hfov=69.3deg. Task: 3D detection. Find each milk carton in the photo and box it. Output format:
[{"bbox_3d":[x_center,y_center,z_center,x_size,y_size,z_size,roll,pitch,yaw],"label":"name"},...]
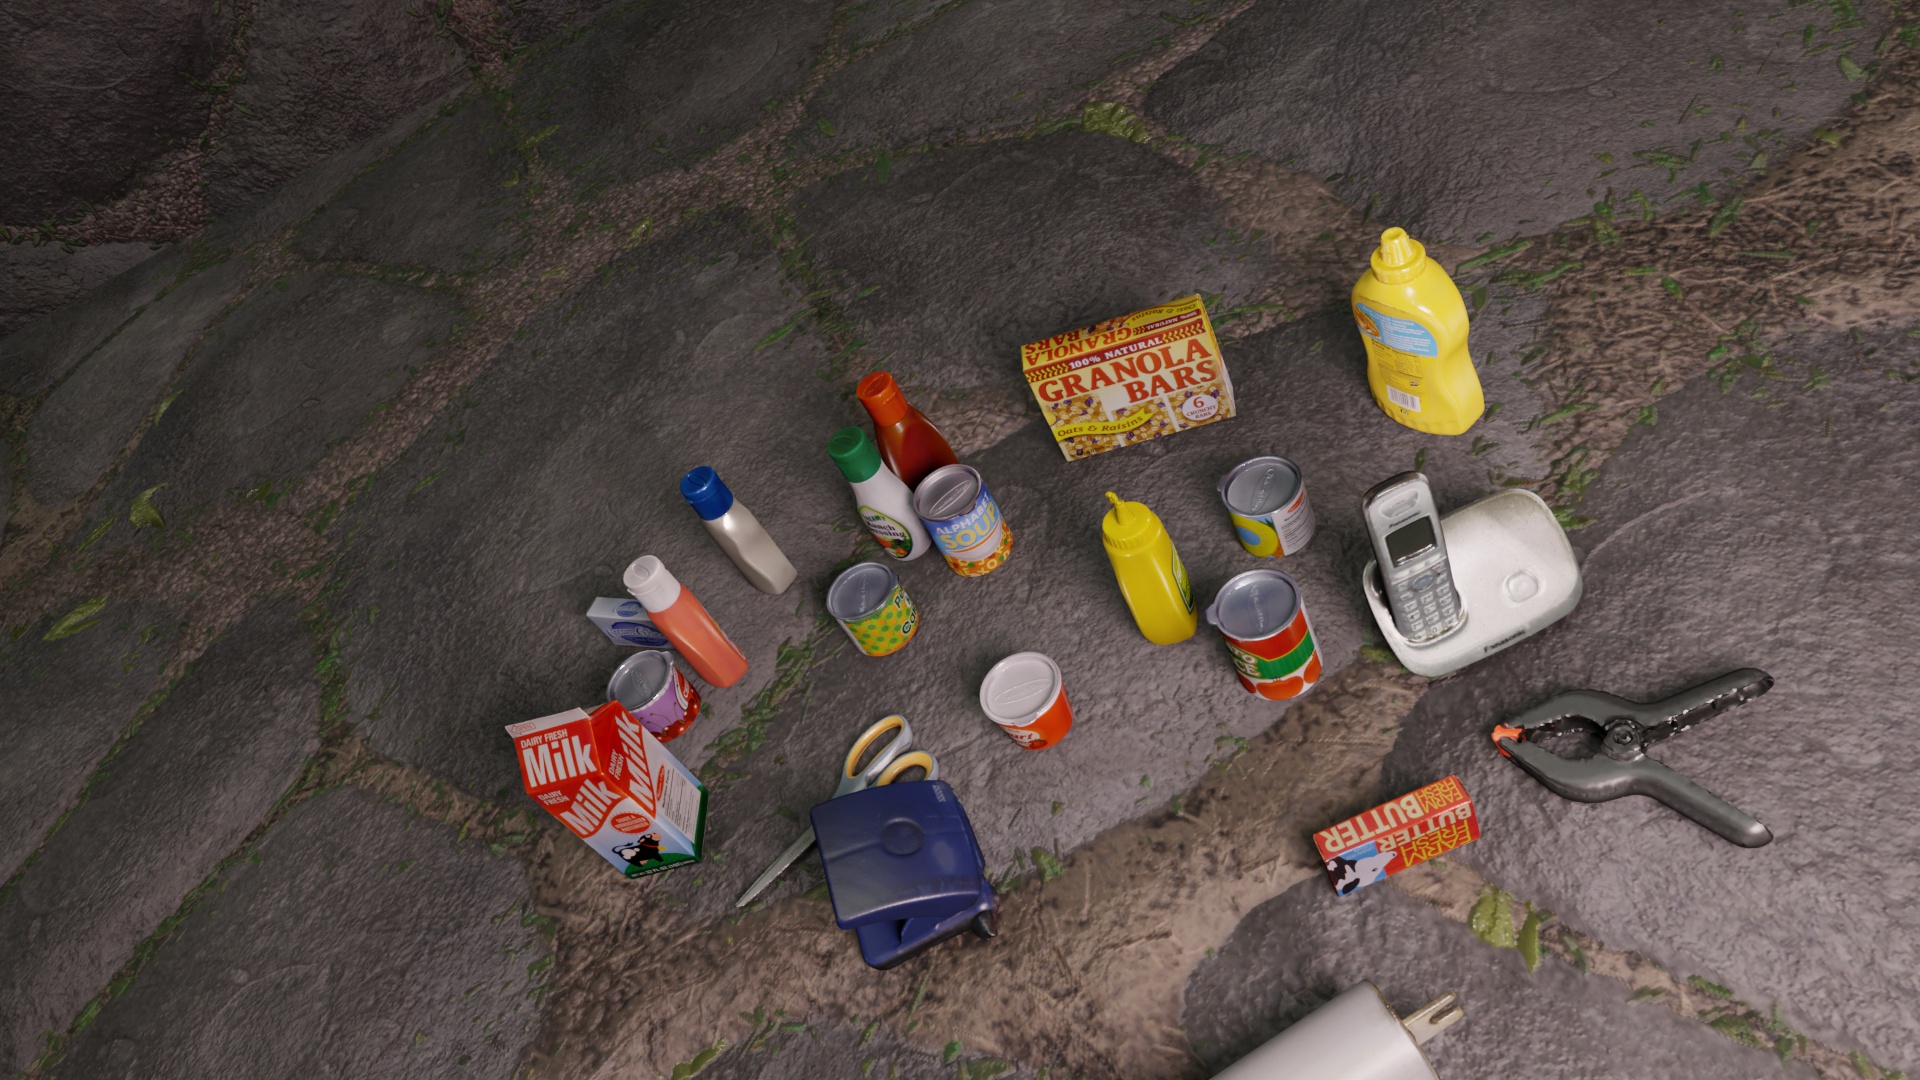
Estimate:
[{"bbox_3d":[-0.286,0.196,1.134,0.072,0.189,0.074,-16,45,15],"label":"milk carton"}]

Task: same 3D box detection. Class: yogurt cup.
[{"bbox_3d":[0.056,0.130,1.107,0.072,0.053,0.073,-15,45,16],"label":"yogurt cup"}]

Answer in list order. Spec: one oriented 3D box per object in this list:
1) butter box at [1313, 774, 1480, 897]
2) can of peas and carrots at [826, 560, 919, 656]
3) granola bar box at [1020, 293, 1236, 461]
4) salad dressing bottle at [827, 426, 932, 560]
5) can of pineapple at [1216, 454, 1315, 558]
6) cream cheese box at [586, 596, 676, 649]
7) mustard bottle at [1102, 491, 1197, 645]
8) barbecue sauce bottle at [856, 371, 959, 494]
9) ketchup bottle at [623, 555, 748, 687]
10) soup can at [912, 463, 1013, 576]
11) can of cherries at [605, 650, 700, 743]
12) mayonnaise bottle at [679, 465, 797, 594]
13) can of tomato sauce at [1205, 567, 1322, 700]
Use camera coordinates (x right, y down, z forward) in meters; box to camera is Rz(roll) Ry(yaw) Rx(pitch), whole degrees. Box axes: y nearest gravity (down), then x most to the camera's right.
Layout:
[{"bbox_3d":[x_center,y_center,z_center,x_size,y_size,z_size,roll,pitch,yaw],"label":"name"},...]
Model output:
[{"bbox_3d":[0.289,0.196,0.920,0.103,0.053,0.024,-25,43,6],"label":"butter box"},{"bbox_3d":[-0.075,0.060,1.240,0.071,0.058,0.071,-15,45,16],"label":"can of peas and carrots"},{"bbox_3d":[0.153,-0.144,1.255,0.165,0.123,0.039,-15,45,16],"label":"granola bar box"},{"bbox_3d":[-0.074,-0.042,1.268,0.064,0.147,0.044,12,58,36],"label":"salad dressing bottle"},{"bbox_3d":[0.252,-0.028,1.143,0.071,0.057,0.071,-15,45,16],"label":"can of pineapple"},{"bbox_3d":[-0.308,0.081,1.351,0.104,0.053,0.024,2,52,30],"label":"cream cheese box"},{"bbox_3d":[0.144,0.016,1.087,0.049,0.159,0.065,-15,45,17],"label":"mustard bottle"},{"bbox_3d":[-0.050,-0.094,1.303,0.044,0.148,0.065,27,67,42],"label":"barbecue sauce bottle"},{"bbox_3d":[-0.251,0.073,1.258,0.043,0.148,0.065,-46,45,-15],"label":"ketchup bottle"},{"bbox_3d":[0.004,-0.016,1.248,0.071,0.083,0.072,-15,45,16],"label":"soup can"},{"bbox_3d":[-0.279,0.143,1.275,0.071,0.058,0.072,-15,45,16],"label":"can of cherries"},{"bbox_3d":[-0.212,-0.010,1.313,0.065,0.147,0.041,23,64,41],"label":"mayonnaise bottle"},{"bbox_3d":[0.230,0.072,1.045,0.071,0.082,0.071,-15,45,16],"label":"can of tomato sauce"}]
